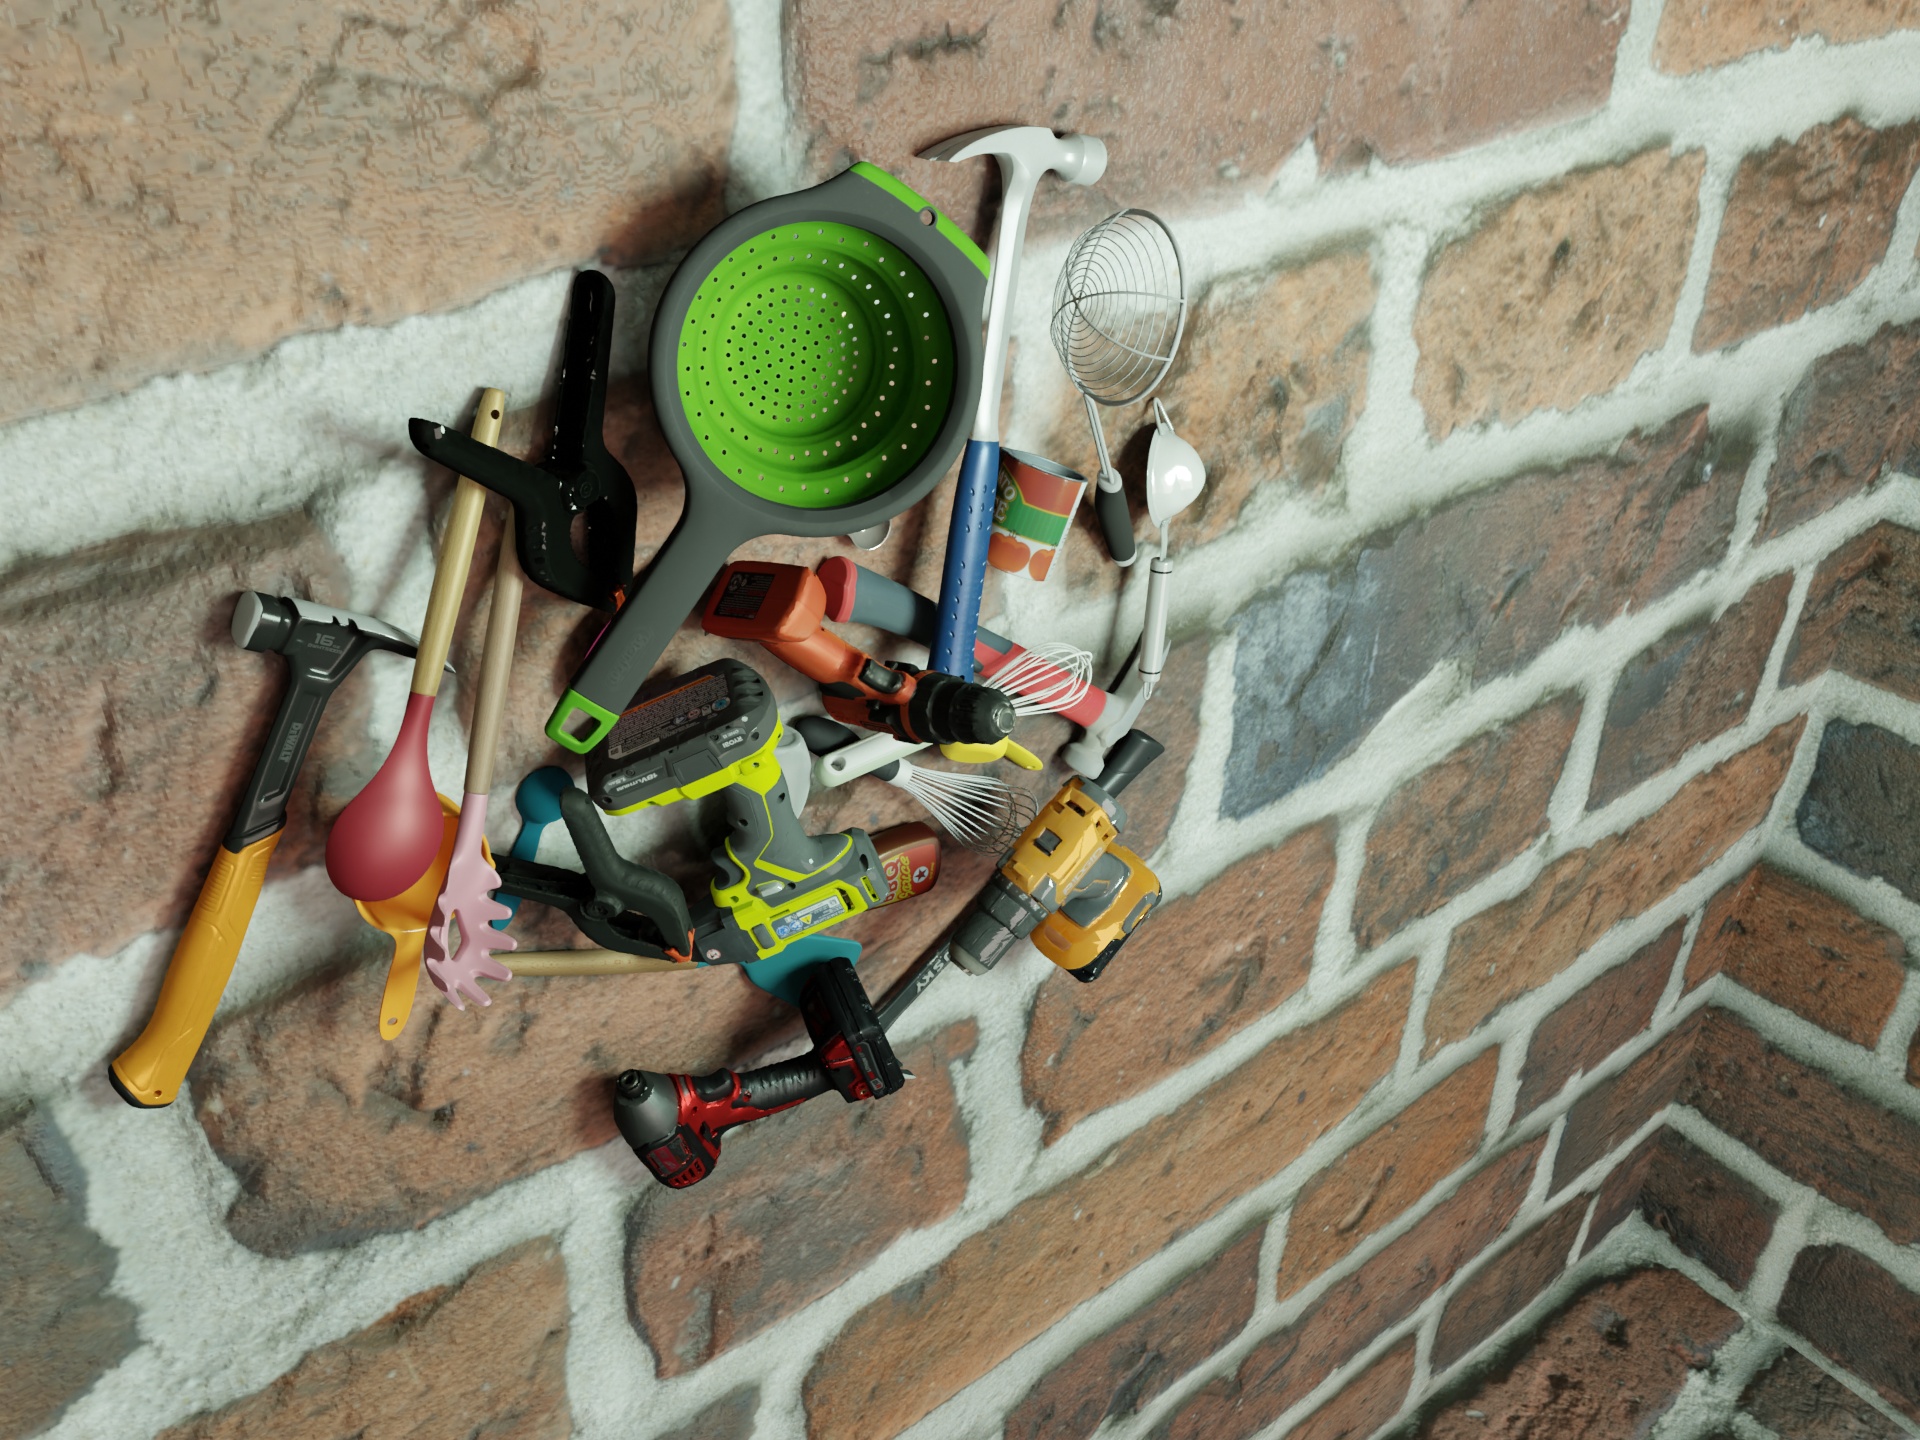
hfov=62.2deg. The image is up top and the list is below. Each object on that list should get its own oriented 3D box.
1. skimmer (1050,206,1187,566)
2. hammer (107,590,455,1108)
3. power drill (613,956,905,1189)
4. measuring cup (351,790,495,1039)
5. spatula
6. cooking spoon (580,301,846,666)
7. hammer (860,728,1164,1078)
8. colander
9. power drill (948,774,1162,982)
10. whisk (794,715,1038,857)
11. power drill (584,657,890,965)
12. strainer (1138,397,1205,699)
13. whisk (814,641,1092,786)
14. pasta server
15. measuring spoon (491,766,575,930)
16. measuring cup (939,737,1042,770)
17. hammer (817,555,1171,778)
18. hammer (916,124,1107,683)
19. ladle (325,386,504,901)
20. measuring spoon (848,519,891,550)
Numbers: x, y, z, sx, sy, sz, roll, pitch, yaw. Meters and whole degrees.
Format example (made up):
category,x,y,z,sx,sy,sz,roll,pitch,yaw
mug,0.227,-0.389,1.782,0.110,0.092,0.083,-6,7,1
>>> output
category,x,y,z,sx,sy,sz,roll,pitch,yaw
skimmer,0.130,-0.222,1.176,0.090,0.127,0.363,-24,154,1
hammer,-0.425,0.087,0.958,0.127,0.034,0.337,16,105,-46
power drill,-0.166,0.284,1.267,0.219,0.079,0.143,-25,138,-7
measuring cup,-0.363,0.123,1.027,0.095,0.052,0.173,-2,119,-42
spatula,-0.219,0.188,1.209,0.317,0.044,0.082,6,124,-44
cooking spoon,-0.163,-0.144,1.058,0.319,0.017,0.068,-56,155,2
hammer,0.040,0.159,1.438,0.409,0.036,0.149,-45,139,-11
colander,-0.142,-0.157,0.997,0.204,0.095,0.397,33,96,-25
power drill,0.082,0.158,1.358,0.185,0.084,0.226,-50,153,-6
whisk,-0.030,0.050,1.288,0.284,0.070,0.070,28,96,-44
power drill,-0.166,0.079,1.123,0.171,0.080,0.223,-23,128,1
strainer,0.171,-0.138,1.328,0.087,0.050,0.258,-37,136,-58
whisk,-0.002,-0.004,1.226,0.246,0.058,0.059,-23,163,-21
pasta server,-0.288,0.019,0.978,0.060,0.040,0.316,3,98,-62
measuring spoon,-0.295,0.093,1.091,0.042,0.021,0.128,8,110,-45
measuring cup,0.033,0.031,1.333,0.156,0.062,0.029,32,55,-57
hammer,0.033,-0.065,1.279,0.386,0.038,0.143,25,97,-48
hammer,0.013,-0.211,1.132,0.144,0.035,0.405,-8,114,-39
ladle,-0.310,-0.041,0.936,0.069,0.031,0.315,11,94,-45
measuring spoon,-0.103,-0.144,1.121,0.124,0.018,0.034,5,113,-37
